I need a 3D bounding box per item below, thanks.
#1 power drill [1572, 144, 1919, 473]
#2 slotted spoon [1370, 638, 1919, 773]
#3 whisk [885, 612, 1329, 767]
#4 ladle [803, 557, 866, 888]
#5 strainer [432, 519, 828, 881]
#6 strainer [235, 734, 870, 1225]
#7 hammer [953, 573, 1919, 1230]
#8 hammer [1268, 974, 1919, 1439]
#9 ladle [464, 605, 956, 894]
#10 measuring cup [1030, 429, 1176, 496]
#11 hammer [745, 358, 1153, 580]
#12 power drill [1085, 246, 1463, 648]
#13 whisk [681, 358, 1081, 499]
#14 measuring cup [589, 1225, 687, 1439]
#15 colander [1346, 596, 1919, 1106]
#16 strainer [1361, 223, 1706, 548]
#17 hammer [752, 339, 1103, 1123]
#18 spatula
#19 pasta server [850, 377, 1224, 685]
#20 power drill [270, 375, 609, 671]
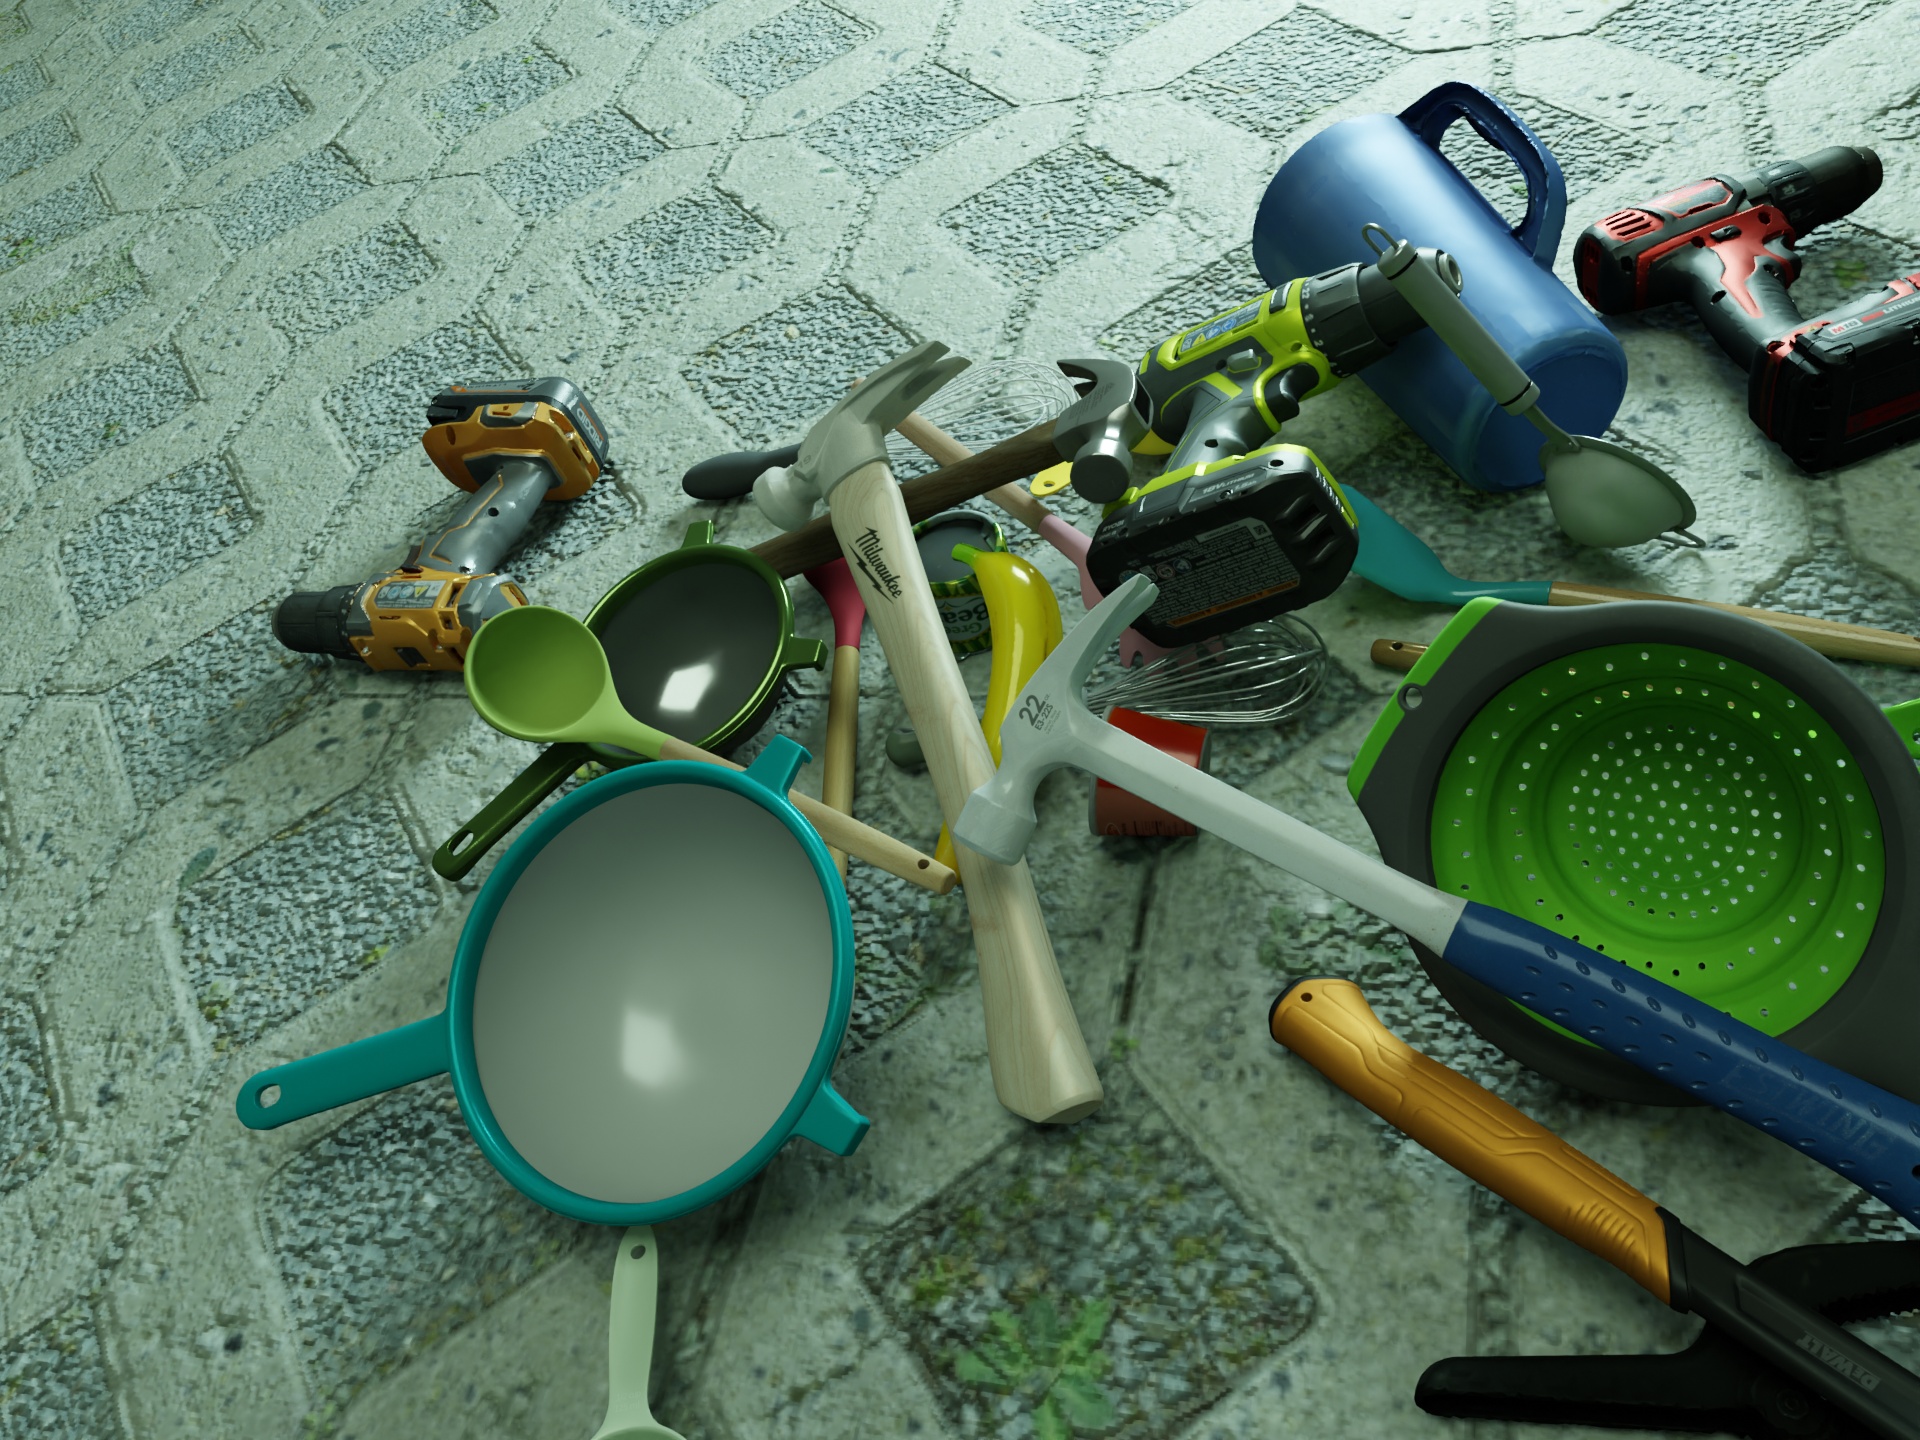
[{"bbox_3d":[0.493,-0.254,0.919,0.188,0.080,0.227,-21,43,-1],"label":"power drill"},{"bbox_3d":[0.355,-0.008,0.777,0.314,0.031,0.070,13,55,30],"label":"slotted spoon"},{"bbox_3d":[0.075,-0.009,0.860,0.246,0.059,0.058,-12,9,13],"label":"whisk"},{"bbox_3d":[-0.069,-0.019,0.930,0.069,0.031,0.316,-10,49,11],"label":"ladle"},{"bbox_3d":[-0.192,0.012,0.925,0.256,0.069,0.152,-43,53,-3],"label":"strainer"},{"bbox_3d":[-0.188,0.151,0.774,0.340,0.095,0.211,-19,65,16],"label":"strainer"},{"bbox_3d":[0.193,0.074,0.645,0.406,0.035,0.144,27,93,23],"label":"hammer"},{"bbox_3d":[0.239,0.193,0.594,0.127,0.034,0.337,-34,38,-20],"label":"hammer"},{"bbox_3d":[-0.135,0.017,0.818,0.320,0.062,0.078,22,59,30],"label":"ladle"},{"bbox_3d":[0.092,-0.165,0.980,0.062,0.029,0.156,26,48,29],"label":"measuring cup"},{"bbox_3d":[-0.036,-0.125,0.928,0.331,0.031,0.130,-18,34,31],"label":"hammer"},{"bbox_3d":[0.167,-0.157,0.851,0.190,0.080,0.229,-17,37,38],"label":"power drill"},{"bbox_3d":[-0.057,-0.186,1.057,0.284,0.070,0.070,-10,47,17],"label":"whisk"},{"bbox_3d":[-0.132,0.294,0.665,0.083,0.038,0.168,-14,45,6],"label":"measuring cup"},{"bbox_3d":[0.351,0.098,0.639,0.397,0.204,0.094,40,25,22],"label":"colander"},{"bbox_3d":[0.290,-0.159,0.815,0.050,0.258,0.087,-50,15,-9],"label":"strainer"},{"bbox_3d":[-0.001,-0.003,0.796,0.146,0.038,0.411,-35,58,28],"label":"hammer"},{"bbox_3d":[0.335,-0.070,0.826,0.318,0.044,0.082,13,34,26],"label":"spatula"},{"bbox_3d":[0.035,-0.125,0.952,0.060,0.040,0.316,-38,56,-16],"label":"pasta server"},{"bbox_3d":[-0.356,-0.129,1.091,0.185,0.084,0.226,1,54,21],"label":"power drill"}]
